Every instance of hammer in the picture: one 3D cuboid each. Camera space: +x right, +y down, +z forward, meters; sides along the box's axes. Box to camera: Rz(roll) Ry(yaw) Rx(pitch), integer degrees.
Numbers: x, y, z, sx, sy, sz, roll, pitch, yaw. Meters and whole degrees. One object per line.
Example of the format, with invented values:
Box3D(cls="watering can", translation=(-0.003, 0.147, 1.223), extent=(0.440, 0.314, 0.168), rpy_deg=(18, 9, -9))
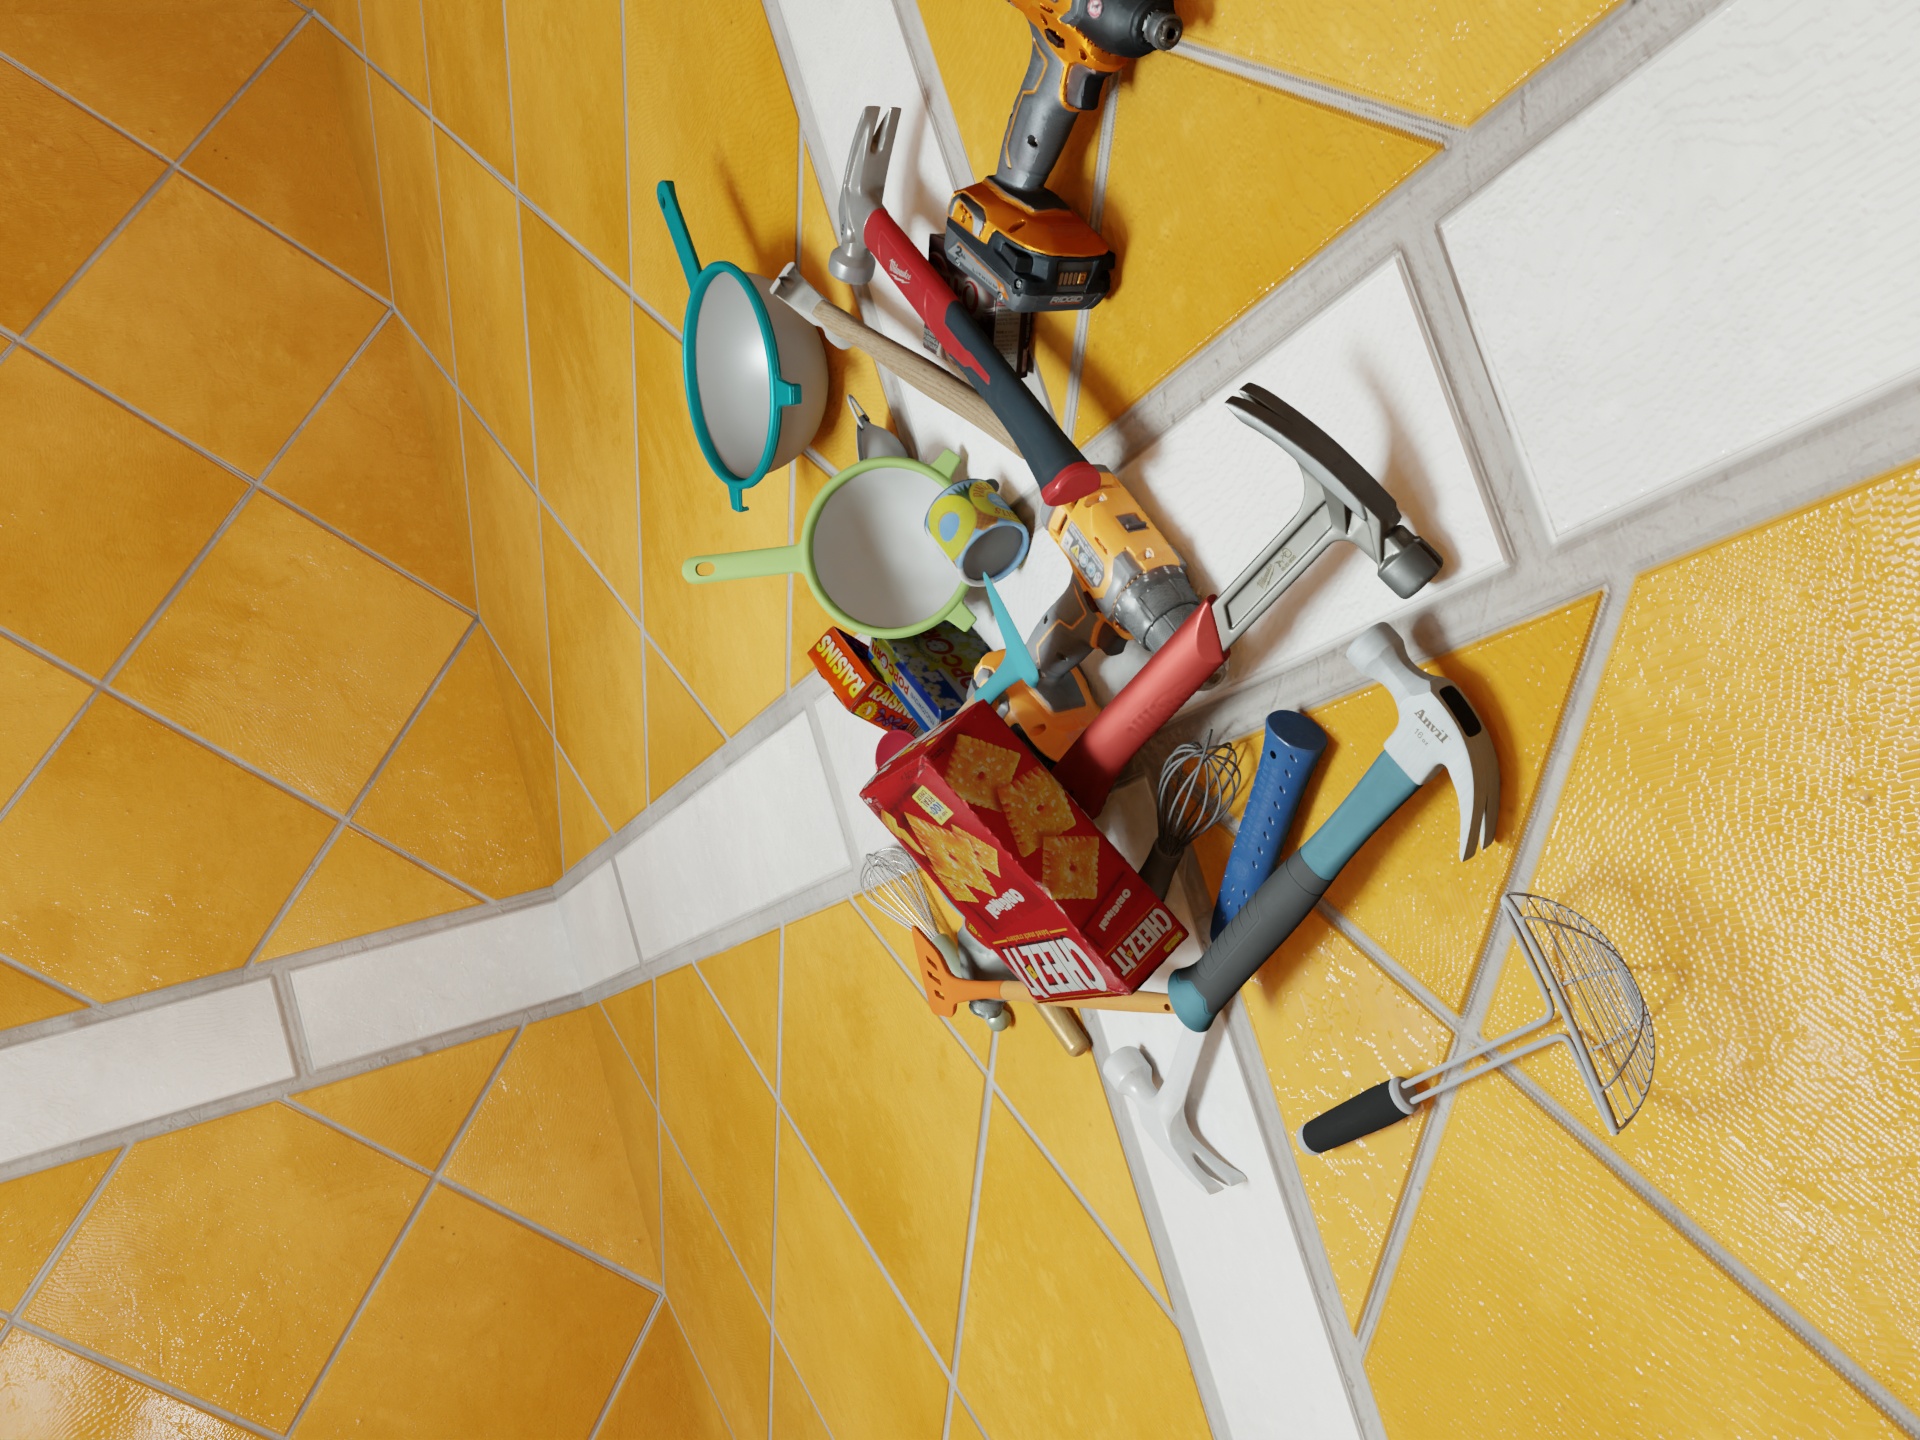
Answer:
Box3D(cls="hammer", translation=(0.186, 0.167, 1.110), extent=(0.144, 0.035, 0.405), rpy_deg=(51, 143, 40))
Box3D(cls="hammer", translation=(-0.047, -0.292, 1.290), extent=(0.332, 0.130, 0.031), rpy_deg=(40, 98, 39))
Box3D(cls="hammer", translation=(0.212, 0.093, 0.976), extent=(0.128, 0.033, 0.330), rpy_deg=(51, 139, 21))
Box3D(cls="hammer", translation=(0.135, -0.044, 1.000), extent=(0.149, 0.037, 0.359), rpy_deg=(44, 138, 5))
Box3D(cls="hammer", translation=(0.001, -0.297, 1.156), extent=(0.387, 0.038, 0.143), rpy_deg=(58, 144, 36))

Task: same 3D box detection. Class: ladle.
Box3D(cls="ladle", translation=(0.005, 0.054, 1.265), extent=(0.315, 0.031, 0.069), rpy_deg=(-165, 66, -64))

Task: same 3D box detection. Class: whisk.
Box3D(cls="whisk", translation=(0.041, 0.195, 1.401), extent=(0.245, 0.051, 0.047), rpy_deg=(53, 166, 31))
Box3D(cls="whisk", translation=(-0.025, 0.207, 1.523), extent=(0.247, 0.059, 0.057), rpy_deg=(47, 178, 38))
Box3D(cls="whisk", translation=(0.149, 0.089, 1.138), extent=(0.055, 0.055, 0.238), rpy_deg=(59, 153, 30))

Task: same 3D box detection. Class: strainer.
Box3D(cls="strainer", translation=(-0.107, -0.140, 1.356), extent=(0.069, 0.256, 0.151), rpy_deg=(-21, -74, -79))
Box3D(cls="strainer", translation=(-0.205, -0.386, 1.536), extent=(0.211, 0.095, 0.341), rpy_deg=(-50, 56, 54))
Box3D(cls="strainer", translation=(-0.066, -0.166, 1.425), extent=(0.087, 0.050, 0.258), rpy_deg=(-76, -15, -61))

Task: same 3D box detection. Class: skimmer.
Box3D(cls="skimmer", translation=(0.265, 0.205, 0.912), extent=(0.127, 0.090, 0.363), rpy_deg=(70, 154, 21))

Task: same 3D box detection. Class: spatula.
Box3D(cls="spatula", translation=(0.059, 0.208, 1.243), extent=(0.323, 0.041, 0.081), rpy_deg=(-5, 100, 48))
Box3D(cls="spatula", translation=(-0.002, -0.004, 1.188), extent=(0.082, 0.044, 0.317), rpy_deg=(63, 150, 16))

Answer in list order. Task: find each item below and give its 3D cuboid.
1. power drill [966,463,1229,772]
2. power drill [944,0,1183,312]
Box3D(cls="power drill", translation=(0.099, -0.042, 1.137), extent=(0.186, 0.084, 0.226), rpy_deg=(57, 143, 30))
Box3D(cls="power drill", translation=(0.069, -0.386, 1.033), extent=(0.164, 0.084, 0.226), rpy_deg=(49, 139, 41))
